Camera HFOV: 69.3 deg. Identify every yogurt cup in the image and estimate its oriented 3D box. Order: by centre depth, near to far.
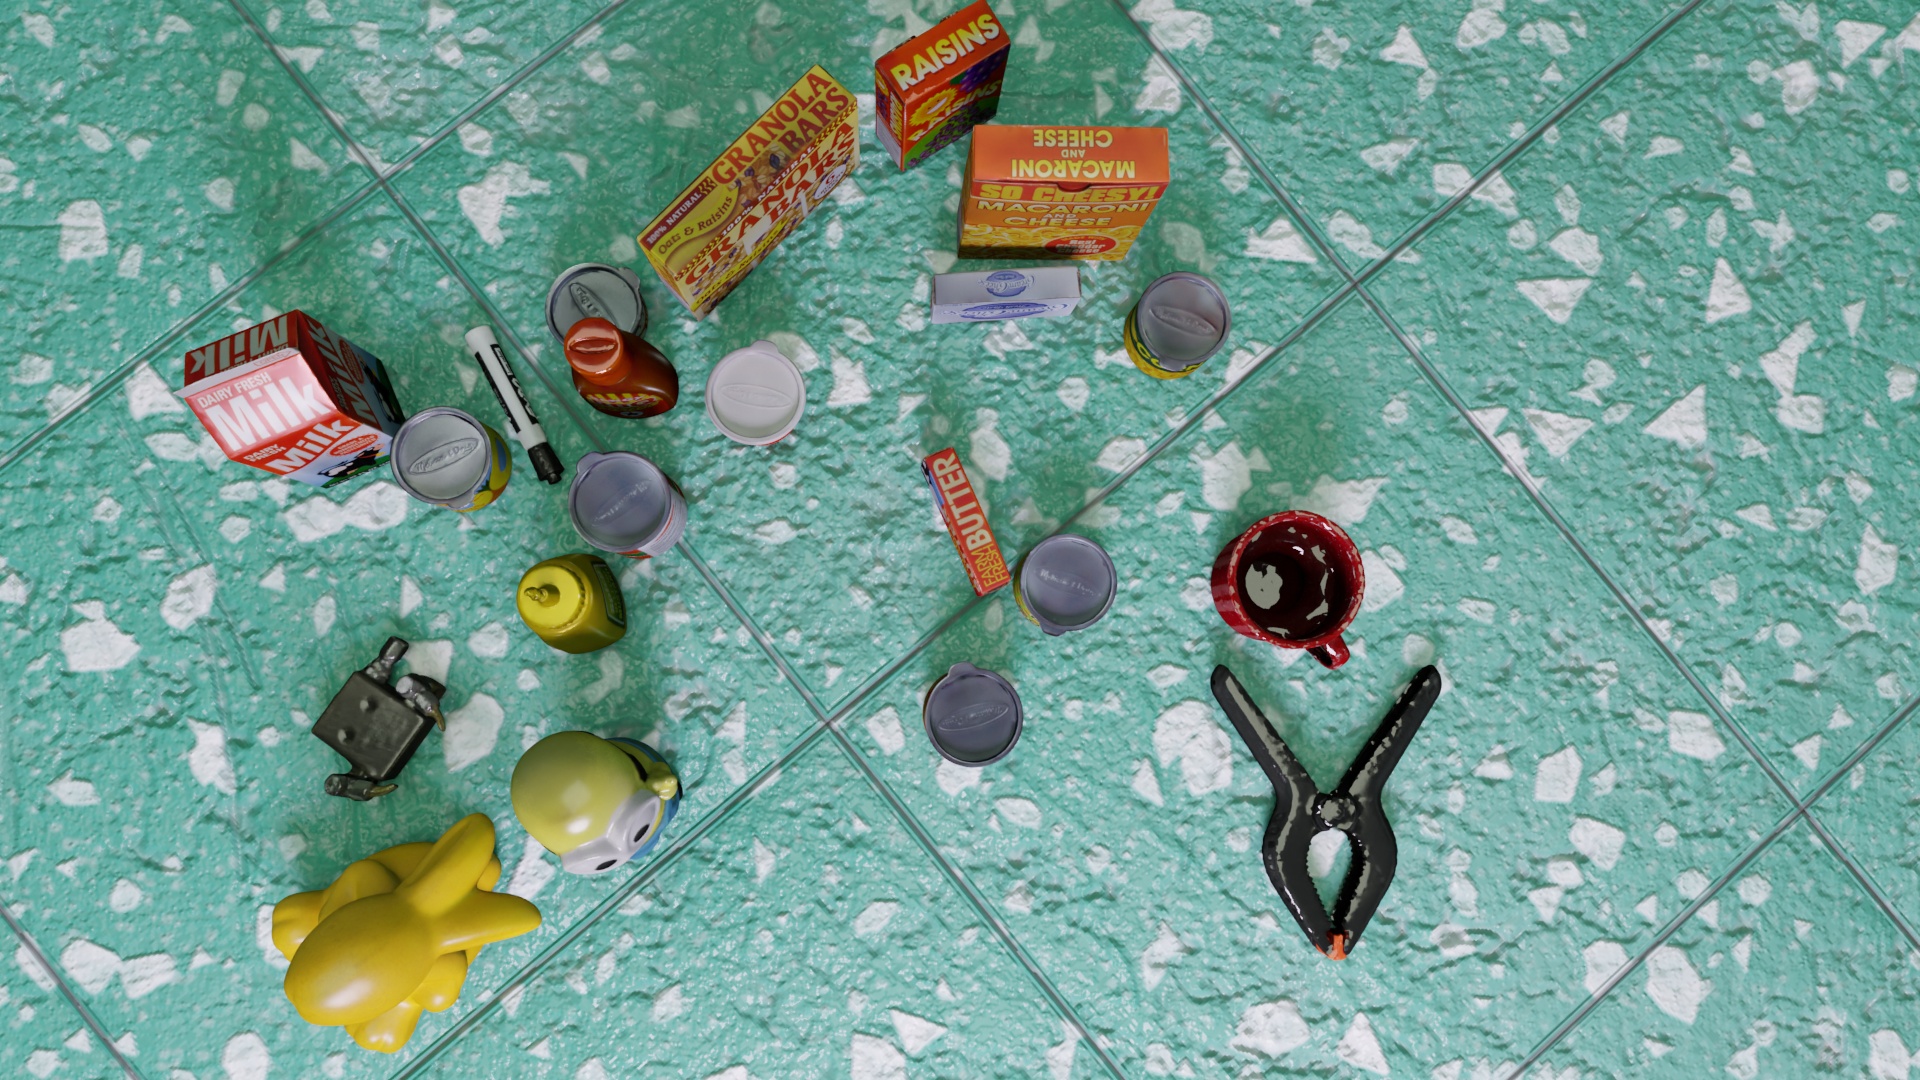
[{"bbox_3d":[-0.140,-0.097,0.964,0.072,0.054,0.072,0,85,-3],"label":"yogurt cup"}]

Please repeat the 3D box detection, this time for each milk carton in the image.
[{"bbox_3d":[-0.418,-0.089,0.877,0.072,0.190,0.073,-24,87,-5],"label":"milk carton"}]

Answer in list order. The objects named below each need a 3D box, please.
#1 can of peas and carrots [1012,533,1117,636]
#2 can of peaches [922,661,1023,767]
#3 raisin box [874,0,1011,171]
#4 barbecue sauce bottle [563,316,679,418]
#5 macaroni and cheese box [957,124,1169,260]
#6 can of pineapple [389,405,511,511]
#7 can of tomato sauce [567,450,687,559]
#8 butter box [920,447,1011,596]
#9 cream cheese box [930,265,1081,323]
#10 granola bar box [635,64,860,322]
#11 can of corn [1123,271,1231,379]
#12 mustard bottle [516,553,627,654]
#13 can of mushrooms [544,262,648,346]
[{"bbox_3d":[0.071,0.033,0.962,0.071,0.058,0.071,0,85,-3],"label":"can of peas and carrots"},{"bbox_3d":[0.007,0.117,0.951,0.071,0.058,0.071,0,85,-3],"label":"can of peaches"},{"bbox_3d":[-0.014,-0.311,0.956,0.086,0.123,0.040,-32,88,-5],"label":"raisin box"},{"bbox_3d":[-0.226,-0.113,0.912,0.065,0.148,0.043,-2,86,-4],"label":"barbecue sauce bottle"},{"bbox_3d":[0.064,-0.229,0.932,0.124,0.166,0.040,0,85,-3],"label":"macaroni and cheese box"},{"bbox_3d":[-0.345,-0.052,0.945,0.071,0.058,0.071,0,85,-3],"label":"can of pineapple"},{"bbox_3d":[-0.224,-0.023,0.937,0.071,0.083,0.071,0,85,-3],"label":"can of tomato sauce"},{"bbox_3d":[0.003,-0.012,0.965,0.024,0.053,0.103,-23,87,-5],"label":"butter box"},{"bbox_3d":[0.031,-0.173,0.981,0.104,0.053,0.024,-4,86,-4],"label":"cream cheese box"},{"bbox_3d":[-0.140,-0.232,0.941,0.039,0.124,0.166,44,84,1],"label":"granola bar box"},{"bbox_3d":[0.152,-0.149,0.984,0.071,0.058,0.071,0,85,-3],"label":"can of corn"},{"bbox_3d":[-0.252,0.039,0.891,0.049,0.160,0.065,-19,87,-5],"label":"mustard bottle"},{"bbox_3d":[-0.252,-0.160,0.973,0.071,0.033,0.071,0,85,-3],"label":"can of mushrooms"}]
